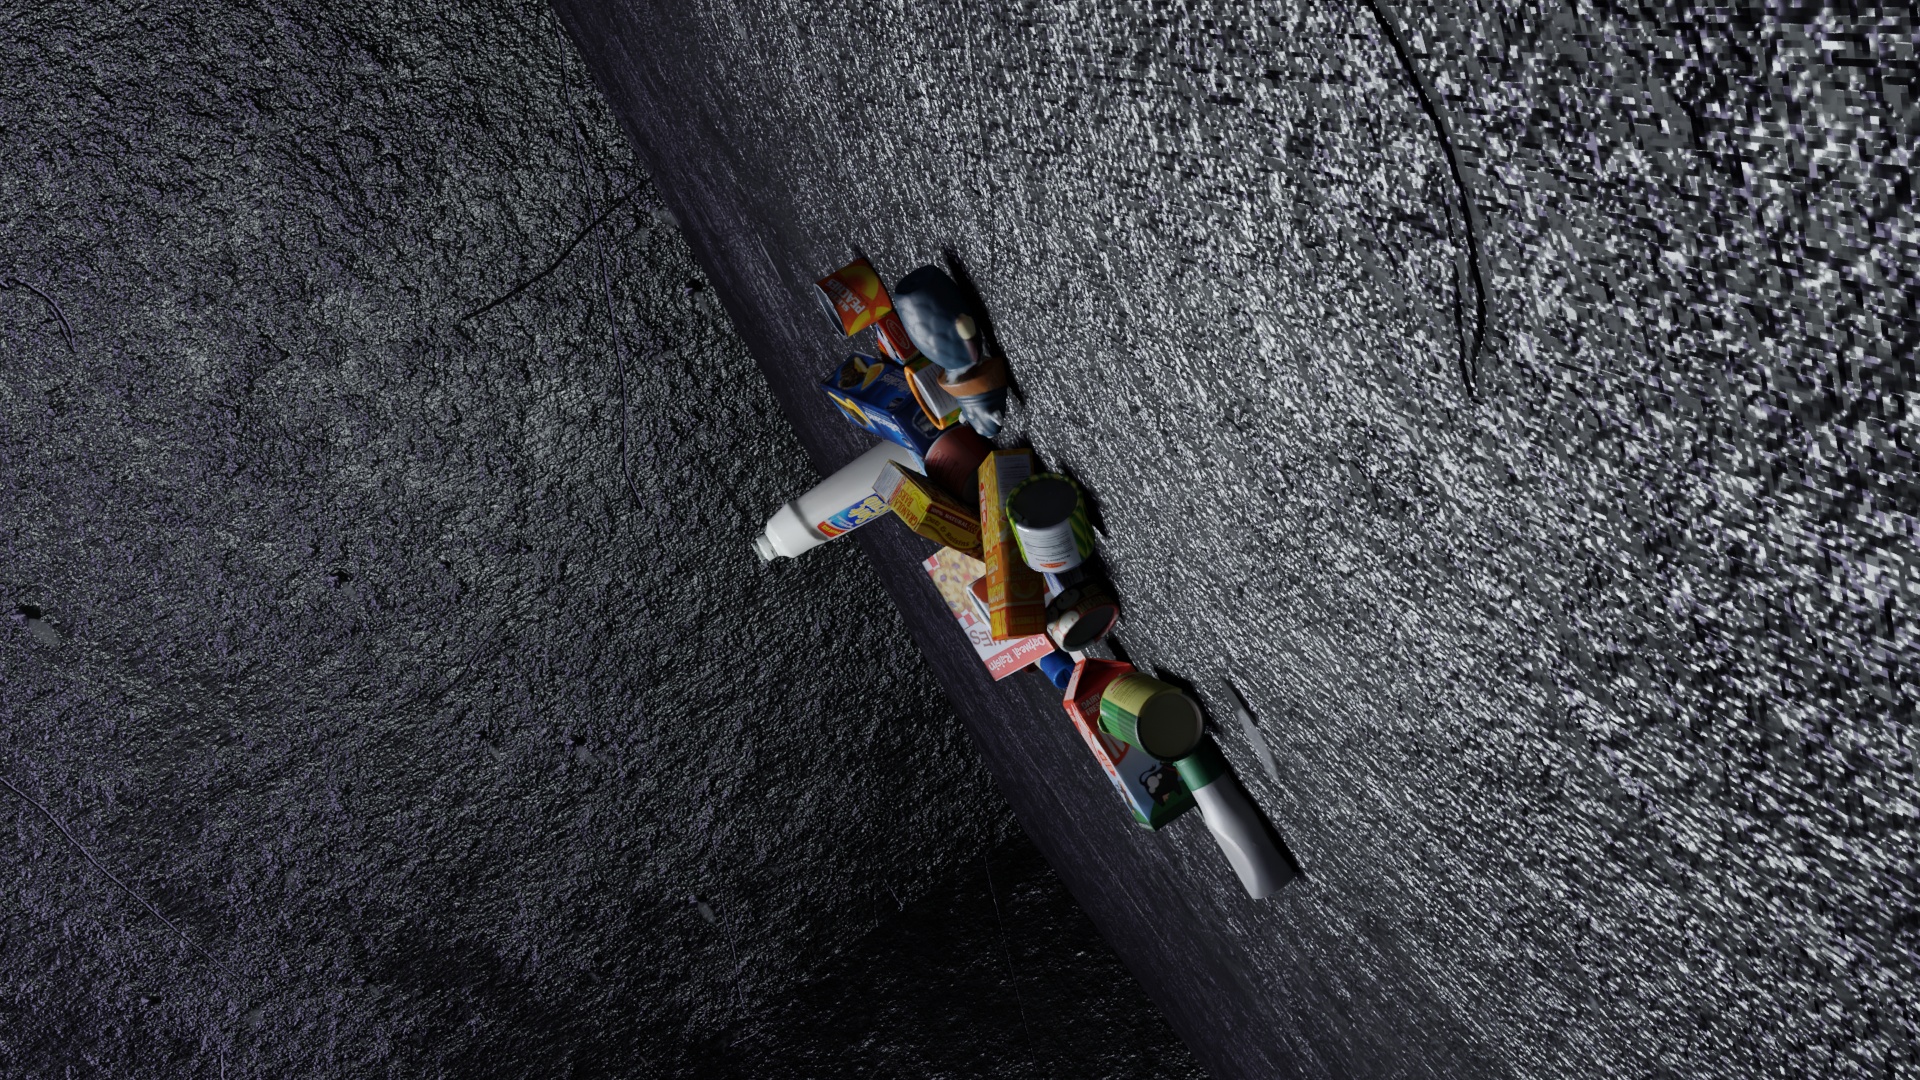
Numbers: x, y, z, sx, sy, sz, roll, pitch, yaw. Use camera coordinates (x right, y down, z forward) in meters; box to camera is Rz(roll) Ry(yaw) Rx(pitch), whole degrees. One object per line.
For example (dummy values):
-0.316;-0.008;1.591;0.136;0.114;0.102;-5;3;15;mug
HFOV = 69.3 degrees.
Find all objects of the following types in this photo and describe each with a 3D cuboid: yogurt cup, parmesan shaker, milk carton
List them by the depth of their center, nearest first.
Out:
0.169;0.159;1.245;0.071;0.071;0.103;59;172;-8;parmesan shaker
0.165;0.189;1.385;0.190;0.073;0.072;57;172;7;milk carton
0.006;-0.074;1.394;0.054;0.072;0.072;44;165;31;yogurt cup

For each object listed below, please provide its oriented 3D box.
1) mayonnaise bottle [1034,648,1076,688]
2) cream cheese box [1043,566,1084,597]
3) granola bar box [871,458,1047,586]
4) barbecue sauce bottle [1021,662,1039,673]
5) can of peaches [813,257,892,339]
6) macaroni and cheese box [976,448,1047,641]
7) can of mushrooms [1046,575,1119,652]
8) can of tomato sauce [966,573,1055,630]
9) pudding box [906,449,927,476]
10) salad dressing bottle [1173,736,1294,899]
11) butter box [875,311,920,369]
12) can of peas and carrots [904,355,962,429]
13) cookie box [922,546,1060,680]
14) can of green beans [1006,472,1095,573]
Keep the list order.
0.094;0.122;1.680;0.148;0.041;0.064;50;169;49;mayonnaise bottle
0.098;0.028;1.356;0.053;0.024;0.103;49;168;43;cream cheese box
0.005;-0.018;1.410;0.165;0.039;0.124;25;-170;-31;granola bar box
0.060;0.099;1.793;0.149;0.044;0.064;56;175;21;barbecue sauce bottle
-0.111;-0.253;1.443;0.071;0.058;0.071;57;171;14;can of peaches
0.047;0.007;1.282;0.123;0.040;0.166;132;134;-82;macaroni and cheese box
0.112;0.068;1.280;0.033;0.071;0.070;53;171;32;can of mushrooms
0.057;0.053;1.491;0.071;0.083;0.071;56;171;13;can of tomato sauce
-0.035;-0.107;1.561;0.083;0.050;0.030;58;173;-2;pudding box
0.242;0.247;1.246;0.147;0.044;0.064;59;174;4;salad dressing bottle
-0.065;-0.199;1.483;0.053;0.024;0.103;55;172;12;butter box
-0.010;-0.141;1.243;0.071;0.059;0.070;57;172;13;can of peas and carrots
0.042;0.068;1.603;0.167;0.040;0.122;58;141;3;cookie box
0.076;-0.015;1.170;0.071;0.071;0.057;51;169;41;can of green beans
